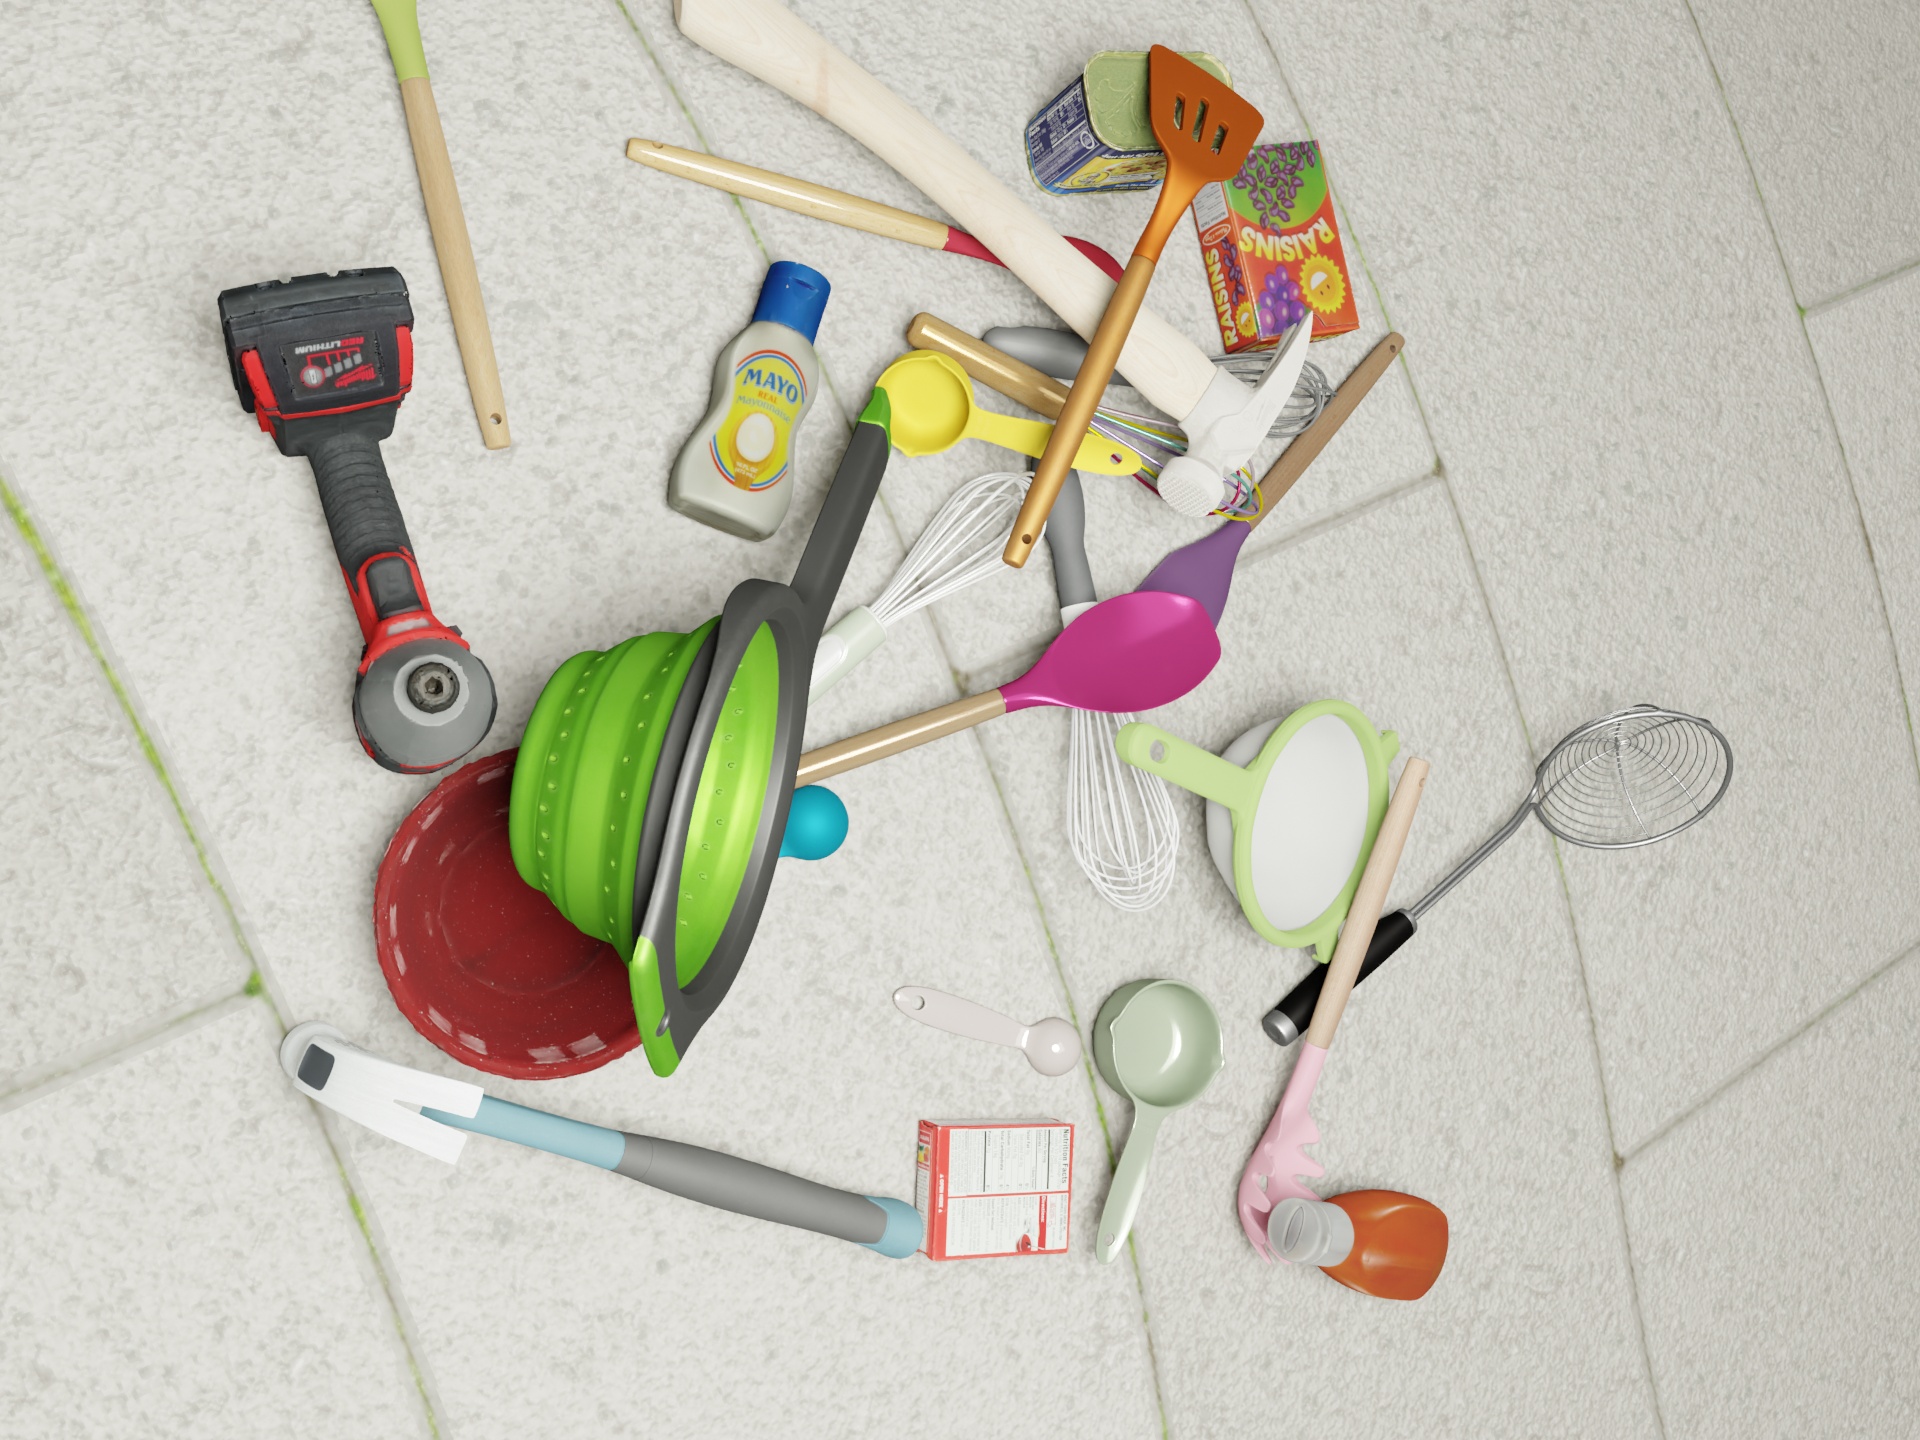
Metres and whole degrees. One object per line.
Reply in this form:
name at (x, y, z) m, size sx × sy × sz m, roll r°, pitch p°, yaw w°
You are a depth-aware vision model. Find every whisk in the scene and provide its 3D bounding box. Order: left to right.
whisk at (-0.043, -0.060, 0.884) m, size 0.246 × 0.059 × 0.058 m, roll -42°, pitch 73°, yaw -17°
whisk at (0.077, -0.028, 0.936) m, size 0.070 × 0.070 × 0.285 m, roll -9°, pitch 85°, yaw -25°
whisk at (0.078, -0.179, 0.942) m, size 0.244 × 0.051 × 0.047 m, roll 24°, pitch 80°, yaw -18°
whisk at (0.124, -0.213, 0.976) m, size 0.239 × 0.055 × 0.055 m, roll 6°, pitch 84°, yaw -20°

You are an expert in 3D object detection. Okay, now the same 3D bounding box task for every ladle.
ladle at (-0.264, -0.296, 0.793) m, size 0.078 × 0.062 × 0.320 m, roll -14°, pitch 95°, yaw -25°
ladle at (-0.034, -0.284, 0.911) m, size 0.315 × 0.031 × 0.069 m, roll 10°, pitch 53°, yaw -21°

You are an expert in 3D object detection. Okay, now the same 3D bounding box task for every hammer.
hammer at (-0.160, 0.215, 0.786) m, size 0.330 × 0.128 × 0.033 m, roll 26°, pitch 76°, yaw -30°
hammer at (0.019, -0.295, 0.898) m, size 0.410 × 0.038 × 0.146 m, roll 37°, pitch 70°, yaw -11°

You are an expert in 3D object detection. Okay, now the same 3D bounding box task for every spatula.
spatula at (0.088, -0.228, 0.877) m, size 0.081 × 0.041 × 0.323 m, roll 26°, pitch 80°, yaw -17°
spatula at (0.196, -0.141, 1.015) m, size 0.059 × 0.018 × 0.316 m, roll 46°, pitch 71°, yaw -16°

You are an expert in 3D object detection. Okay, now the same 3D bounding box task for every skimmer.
skimmer at (0.352, 0.110, 1.031) m, size 0.363 × 0.090 × 0.127 m, roll -35°, pitch 133°, yaw -21°

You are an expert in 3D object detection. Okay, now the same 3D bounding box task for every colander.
colander at (-0.121, -0.032, 0.767) m, size 0.094 × 0.204 × 0.397 m, roll 12°, pitch 52°, yaw 6°

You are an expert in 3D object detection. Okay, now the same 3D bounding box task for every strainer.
strainer at (0.156, 0.043, 0.930) m, size 0.256 × 0.069 × 0.151 m, roll 23°, pitch 83°, yaw -43°

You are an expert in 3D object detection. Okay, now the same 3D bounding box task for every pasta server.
pasta server at (0.232, 0.174, 0.965) m, size 0.060 × 0.040 × 0.316 m, roll 17°, pitch 94°, yaw -43°

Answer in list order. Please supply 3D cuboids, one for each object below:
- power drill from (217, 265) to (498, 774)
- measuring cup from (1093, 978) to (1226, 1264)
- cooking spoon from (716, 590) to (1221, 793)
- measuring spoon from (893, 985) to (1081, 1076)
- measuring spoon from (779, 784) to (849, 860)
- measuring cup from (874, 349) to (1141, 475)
power drill at (-0.268, -0.084, 0.729) m, size 0.078 × 0.143 × 0.219 m, roll -16°, pitch 91°, yaw -22°
measuring cup at (0.101, 0.233, 0.936) m, size 0.083 × 0.038 × 0.168 m, roll 22°, pitch 79°, yaw -22°
cooking spoon at (-0.001, -0.003, 0.880) m, size 0.319 × 0.017 × 0.069 m, roll -19°, pitch 79°, yaw -13°
measuring spoon at (0.018, 0.176, 0.910) m, size 0.124 × 0.018 × 0.034 m, roll 22°, pitch 78°, yaw -21°
measuring spoon at (-0.113, 0.076, 0.854) m, size 0.128 × 0.021 × 0.042 m, roll -30°, pitch 99°, yaw -25°
measuring cup at (0.027, -0.169, 0.903) m, size 0.156 × 0.029 × 0.062 m, roll 15°, pitch 121°, yaw -4°
